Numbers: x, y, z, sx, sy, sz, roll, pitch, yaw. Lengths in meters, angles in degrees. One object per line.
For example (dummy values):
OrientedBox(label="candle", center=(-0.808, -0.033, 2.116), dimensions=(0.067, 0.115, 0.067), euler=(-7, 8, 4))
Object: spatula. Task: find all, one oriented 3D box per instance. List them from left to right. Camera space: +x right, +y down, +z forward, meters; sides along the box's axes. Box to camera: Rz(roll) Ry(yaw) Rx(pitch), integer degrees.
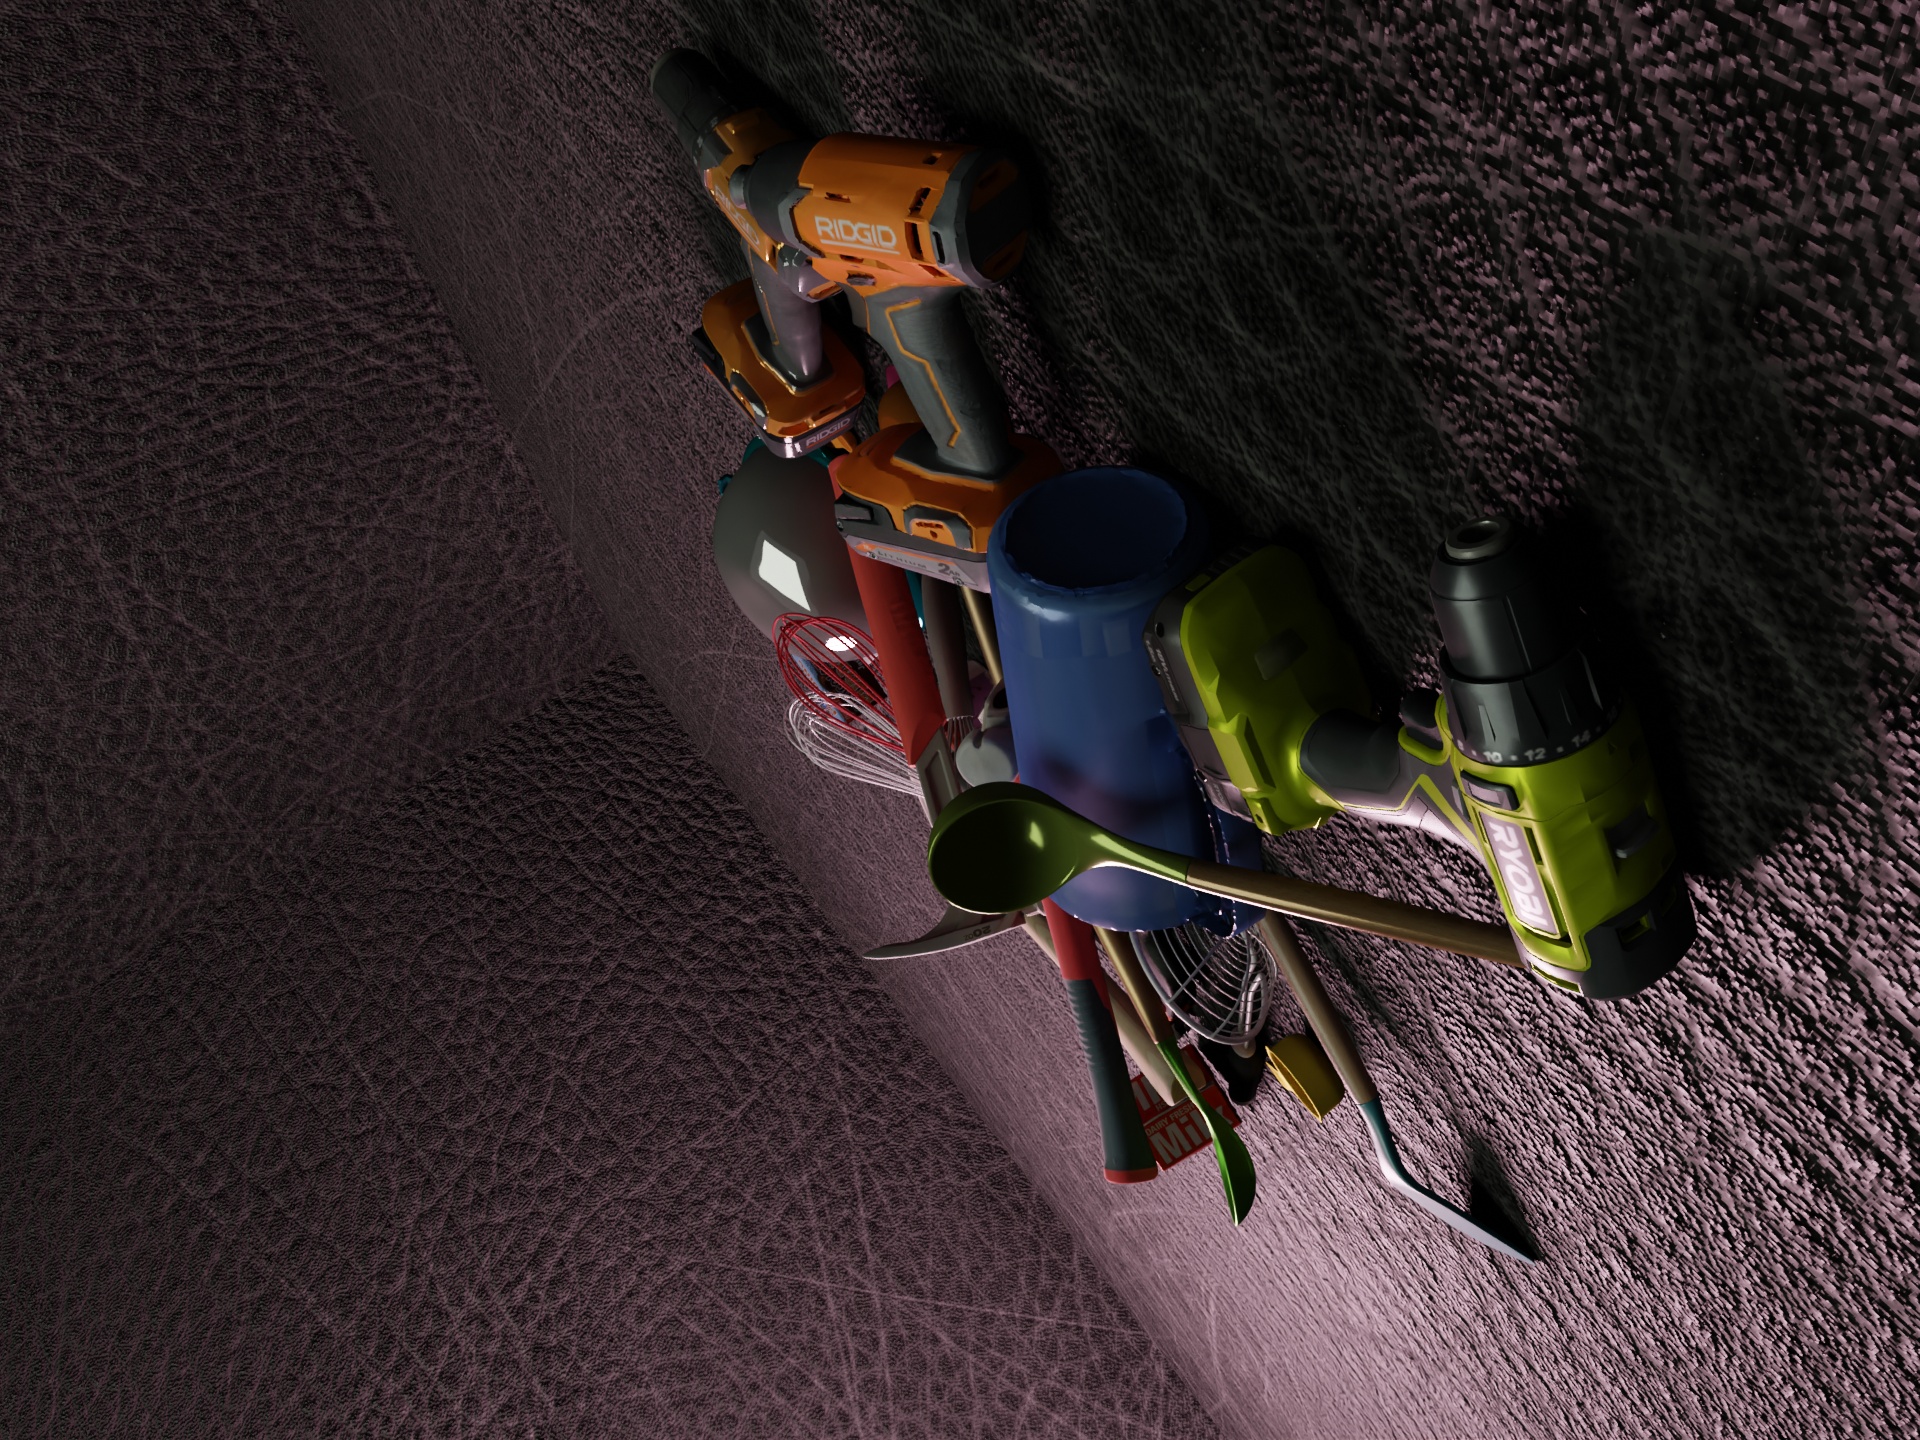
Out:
OrientedBox(label="spatula", center=(0.248, 0.206, 0.989), dimensions=(0.317, 0.044, 0.082), euler=(61, 167, -2))

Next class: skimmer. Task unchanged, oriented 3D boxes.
OrientedBox(label="skimmer", center=(0.171, 0.211, 1.117), dimensions=(0.362, 0.090, 0.127), euler=(75, -179, -58))

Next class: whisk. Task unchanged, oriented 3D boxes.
OrientedBox(label="whisk", center=(-0.026, 0.019, 1.202), dimensions=(0.296, 0.073, 0.073), euler=(40, 167, -5))
OrientedBox(label="whisk", center=(-0.016, 0.054, 1.298), dimensions=(0.284, 0.070, 0.070), euler=(28, 164, 1))
OrientedBox(label="whisk", center=(-0.003, -0.004, 1.159), dimensions=(0.055, 0.055, 0.239), euler=(148, 114, -77))

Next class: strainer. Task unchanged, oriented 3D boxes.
OrientedBox(label="strainer", center=(-0.097, -0.070, 1.301), dimensions=(0.340, 0.095, 0.211), euler=(56, 153, -11))

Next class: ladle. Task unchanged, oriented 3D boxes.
OrientedBox(label="ladle", center=(0.130, 0.086, 0.750), dimensions=(0.320, 0.062, 0.078), euler=(11, 133, 28))

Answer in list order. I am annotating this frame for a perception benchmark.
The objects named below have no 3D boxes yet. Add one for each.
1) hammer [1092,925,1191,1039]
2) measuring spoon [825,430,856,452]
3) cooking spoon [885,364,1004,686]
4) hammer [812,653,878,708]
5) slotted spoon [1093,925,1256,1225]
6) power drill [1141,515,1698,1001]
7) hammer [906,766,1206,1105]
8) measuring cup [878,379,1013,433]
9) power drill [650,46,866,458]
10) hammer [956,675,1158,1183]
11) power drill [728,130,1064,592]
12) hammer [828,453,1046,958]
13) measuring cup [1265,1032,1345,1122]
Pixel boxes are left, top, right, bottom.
OrientedBox(label="hammer", center=(0.083, 0.154, 1.412), dimensions=(0.335, 0.035, 0.146), euler=(34, 155, 58))
OrientedBox(label="measuring spoon", center=(-0.101, -0.222, 1.230), dimensions=(0.021, 0.011, 0.117), euler=(51, 173, -24))
OrientedBox(label="cooking spoon", center=(0.010, -0.085, 1.064), dimensions=(0.069, 0.017, 0.318), euler=(27, 140, 64))
OrientedBox(label="hammer", center=(-0.102, -0.051, 1.570), dimensions=(0.144, 0.035, 0.405), euler=(56, 167, -1))
OrientedBox(label="slotted spoon", center=(0.131, 0.198, 1.109), dimensions=(0.314, 0.031, 0.070), euler=(63, 179, 10))
OrientedBox(label="power drill", center=(0.174, -0.005, 0.638), dimensions=(0.229, 0.080, 0.190), euler=(26, 148, 59))
OrientedBox(label="hammer", center=(0.070, 0.168, 1.296), dimensions=(0.411, 0.038, 0.146), euler=(43, 159, 53))
OrientedBox(label="measuring cup", center=(0.008, -0.132, 0.959), dimensions=(0.173, 0.052, 0.095), euler=(63, 165, -19))
OrientedBox(label="power drill", center=(-0.130, -0.296, 1.011), dimensions=(0.185, 0.084, 0.226), euler=(52, 162, 18))
OrientedBox(label="hammer", center=(0.082, 0.144, 1.054), dimensions=(0.038, 0.143, 0.386), euler=(-2, 119, 26))
OrientedBox(label="power drill", center=(-0.032, -0.186, 0.808), dimensions=(0.164, 0.084, 0.226), euler=(20, 141, 32))
OrientedBox(label="hammer", center=(-0.042, -0.016, 1.128), dimensions=(0.036, 0.149, 0.359), euler=(31, -138, -77))
OrientedBox(label="measuring cup", center=(0.239, 0.246, 1.124), dimensions=(0.062, 0.029, 0.156), euler=(54, 178, 9))
